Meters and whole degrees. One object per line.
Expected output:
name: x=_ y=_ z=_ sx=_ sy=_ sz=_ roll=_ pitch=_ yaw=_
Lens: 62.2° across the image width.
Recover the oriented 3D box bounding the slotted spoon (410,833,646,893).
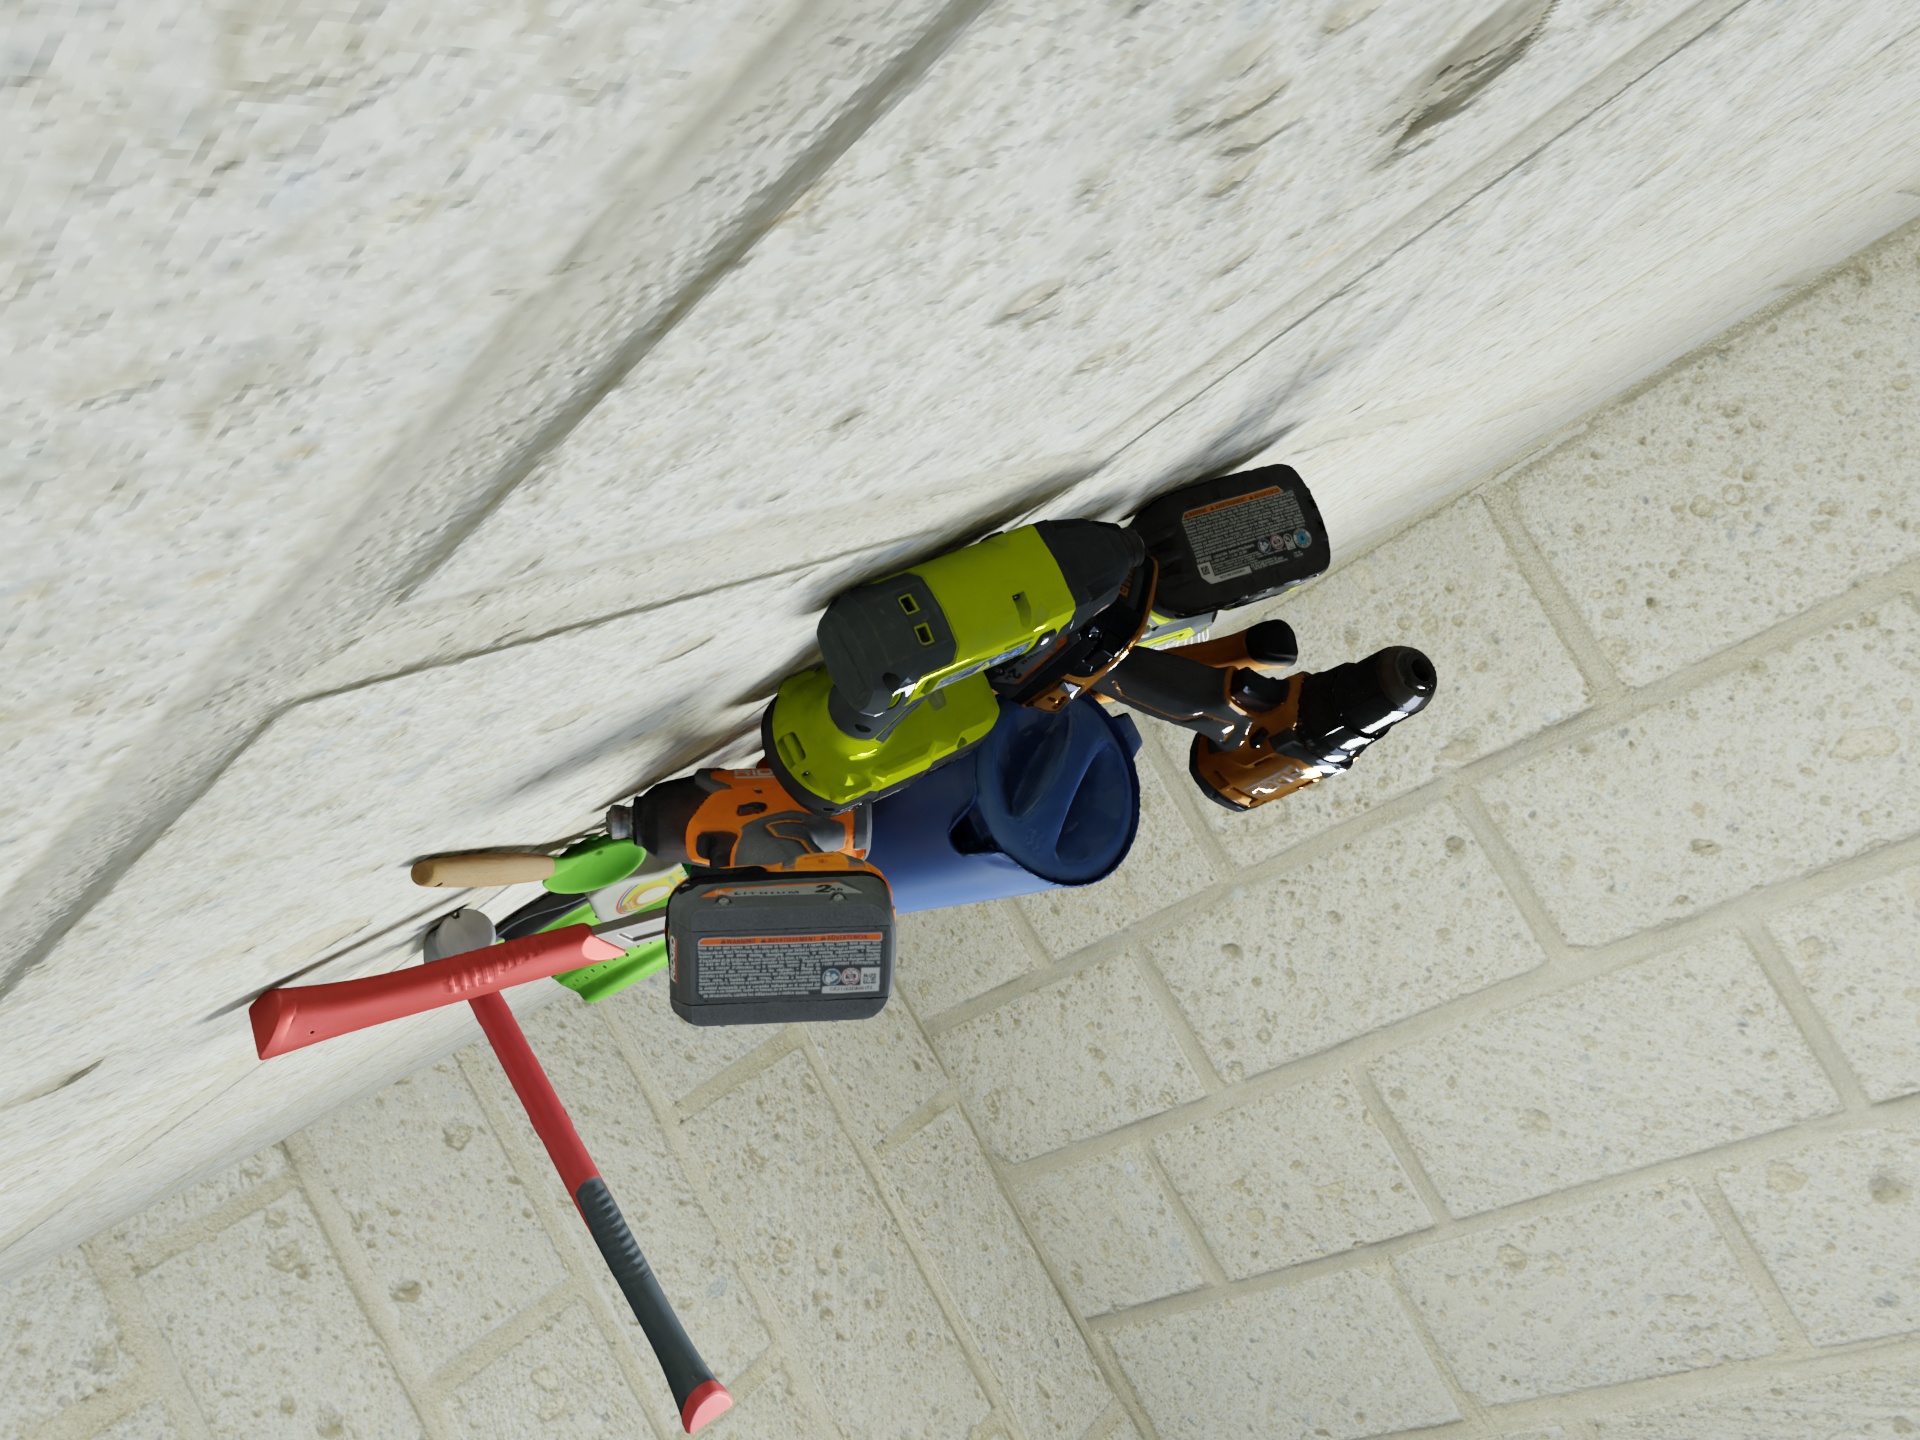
slotted spoon: x=-0.258 y=0.087 z=0.955 sx=0.070 sy=0.031 sz=0.313 roll=-28 pitch=174 yaw=2

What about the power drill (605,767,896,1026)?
power drill: x=-0.124 y=0.089 z=0.919 sx=0.164 sy=0.084 sz=0.227 roll=-1 pitch=-161 yaw=-10

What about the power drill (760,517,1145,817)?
power drill: x=-0.010 y=-0.031 z=0.833 sx=0.171 sy=0.080 sz=0.223 roll=-23 pitch=171 yaw=-26

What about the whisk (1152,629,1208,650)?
whisk: x=0.182 y=-0.104 z=1.284 sx=0.070 sy=0.070 sz=0.284 roll=-28 pitch=165 yaw=-11

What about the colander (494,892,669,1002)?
colander: x=-0.225 y=0.138 z=1.328 sx=0.397 sy=0.094 sz=0.204 roll=-31 pitch=176 yaw=22

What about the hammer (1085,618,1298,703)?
hammer: x=0.073 y=-0.017 z=1.104 sx=0.337 sy=0.034 sz=0.127 roll=-13 pitch=170 yaw=30

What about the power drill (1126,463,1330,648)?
power drill: x=0.123 y=-0.087 z=1.078 sx=0.190 sy=0.080 sz=0.228 roll=-18 pitch=174 yaw=-24

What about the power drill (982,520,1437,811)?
power drill: x=0.147 y=-0.030 z=0.936 sx=0.185 sy=0.226 sz=0.084 roll=-35 pitch=-146 yaw=55

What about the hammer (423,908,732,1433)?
hammer: x=-0.272 y=0.315 z=1.116 sx=0.038 sy=0.386 sz=0.143 roll=-27 pitch=176 yaw=-28

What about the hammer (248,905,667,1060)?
hammer: x=-0.268 y=0.157 z=1.038 sx=0.359 sy=0.037 sz=0.149 roll=-14 pitch=141 yaw=-24

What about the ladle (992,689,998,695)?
ladle: x=-0.002 y=-0.004 z=1.295 sx=0.069 sy=0.031 sz=0.315 roll=-36 pitch=-170 yaw=-39
